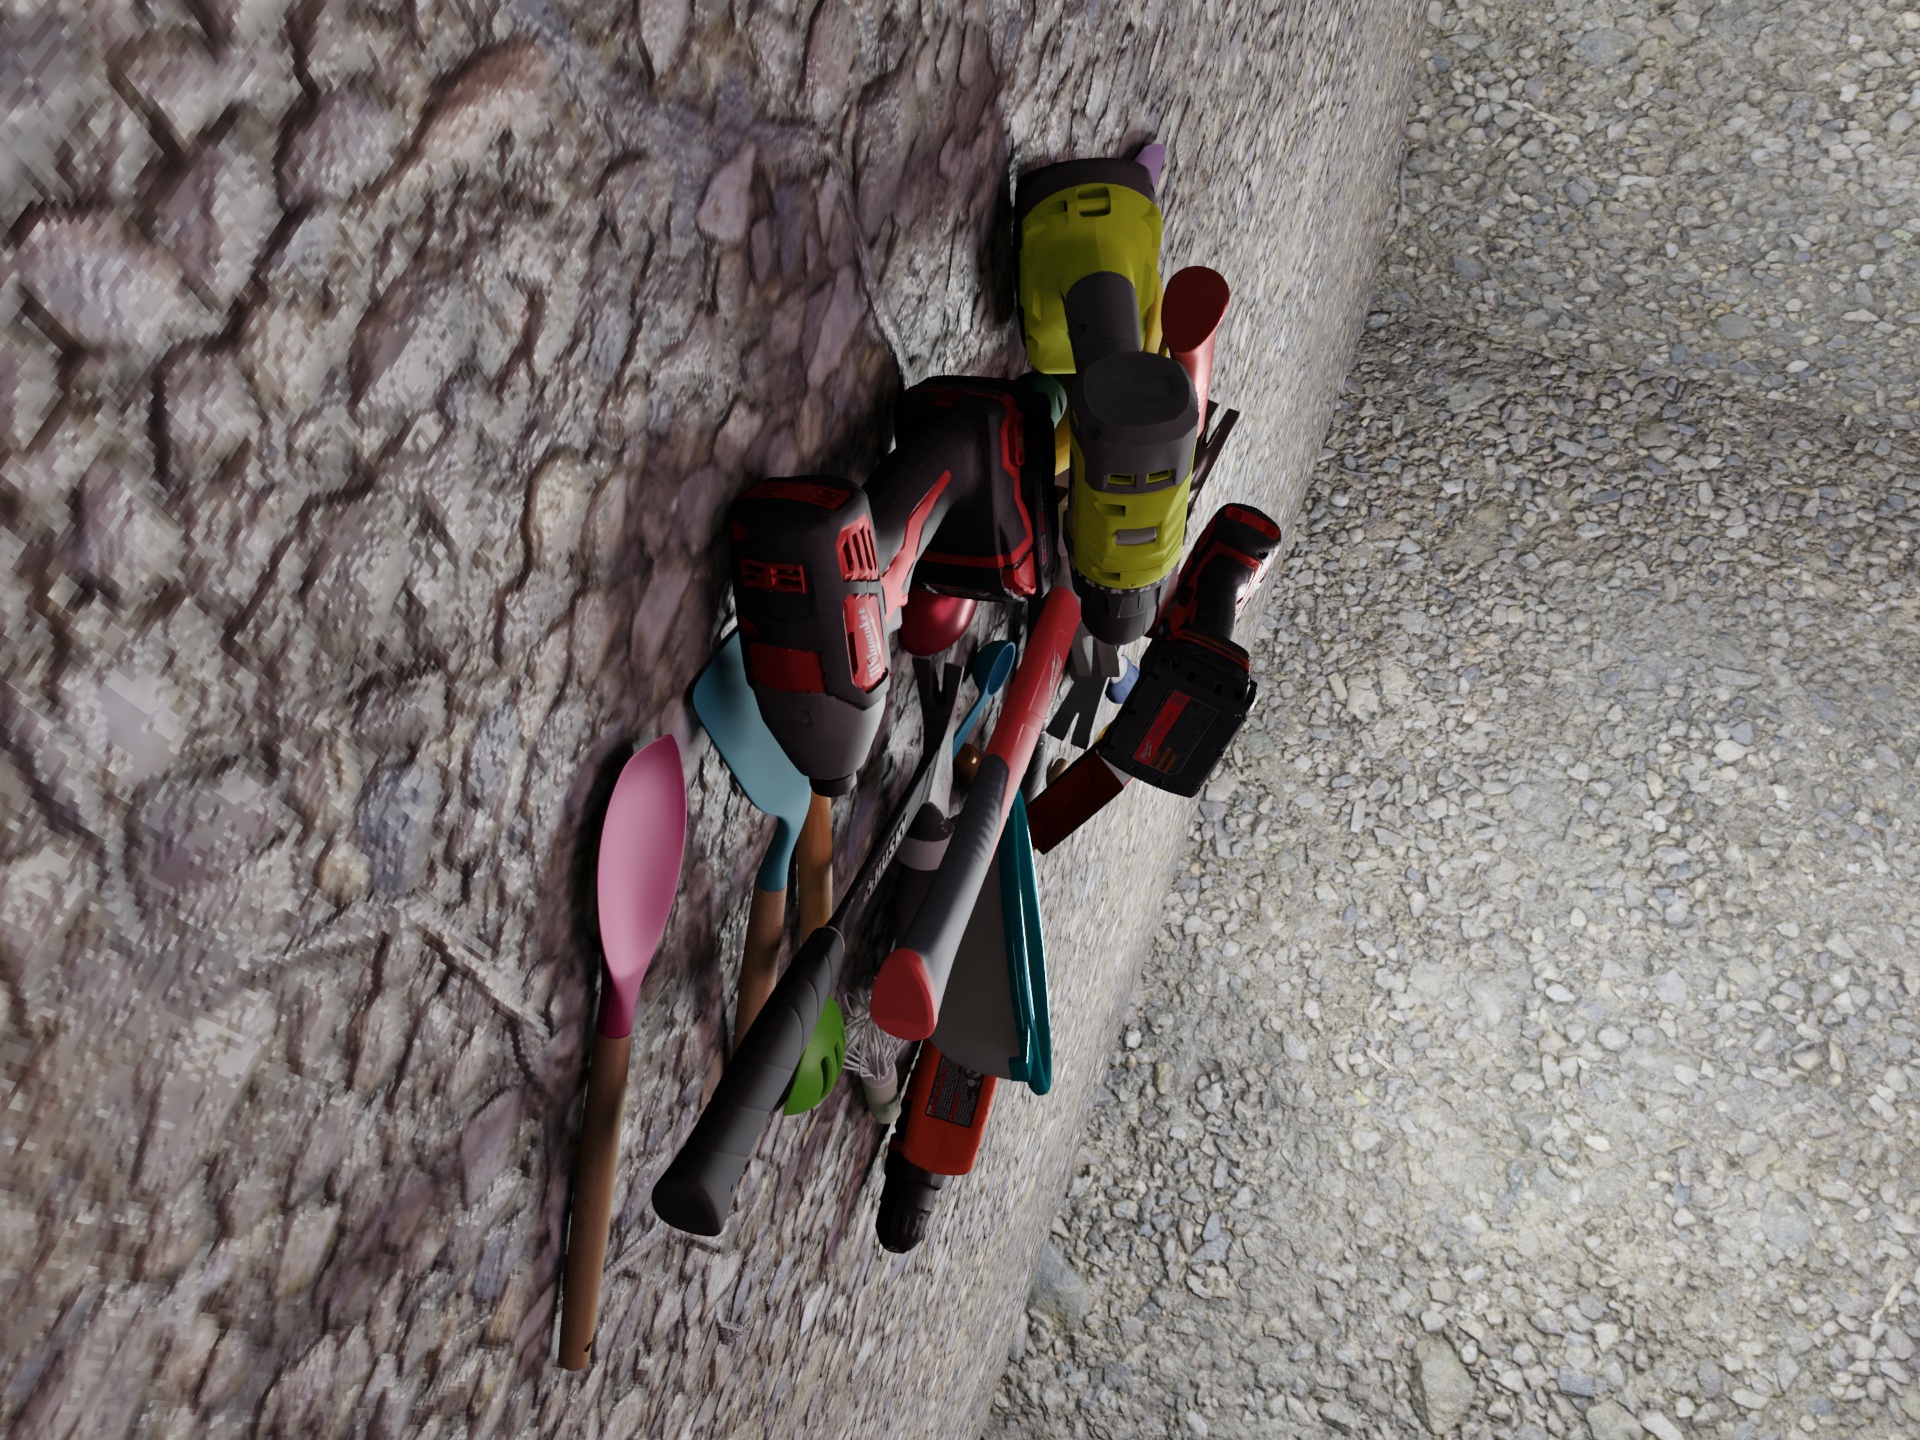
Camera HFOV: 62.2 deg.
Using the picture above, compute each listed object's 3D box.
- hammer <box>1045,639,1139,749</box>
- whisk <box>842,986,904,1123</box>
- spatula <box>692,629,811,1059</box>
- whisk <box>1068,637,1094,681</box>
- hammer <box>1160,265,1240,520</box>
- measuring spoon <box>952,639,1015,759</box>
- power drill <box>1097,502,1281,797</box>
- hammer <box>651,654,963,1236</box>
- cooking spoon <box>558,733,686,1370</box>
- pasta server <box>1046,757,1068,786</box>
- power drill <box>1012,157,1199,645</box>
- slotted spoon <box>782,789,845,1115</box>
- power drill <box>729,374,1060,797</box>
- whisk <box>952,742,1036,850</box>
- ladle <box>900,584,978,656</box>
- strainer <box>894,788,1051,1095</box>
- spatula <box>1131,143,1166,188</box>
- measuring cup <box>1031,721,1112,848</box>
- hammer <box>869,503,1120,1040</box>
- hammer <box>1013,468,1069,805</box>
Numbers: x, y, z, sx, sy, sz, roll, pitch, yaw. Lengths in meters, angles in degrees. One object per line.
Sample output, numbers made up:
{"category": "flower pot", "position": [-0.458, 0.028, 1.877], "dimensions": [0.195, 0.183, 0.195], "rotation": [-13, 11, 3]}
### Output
{"category": "hammer", "position": [0.131, -0.040, 1.373], "dimensions": [0.405, 0.035, 0.144], "rotation": [21, 93, -82]}
{"category": "whisk", "position": [-0.057, 0.239, 1.098], "dimensions": [0.059, 0.058, 0.246], "rotation": [-25, 155, -12]}
{"category": "spatula", "position": [-0.105, 0.092, 0.783], "dimensions": [0.082, 0.044, 0.317], "rotation": [-59, 165, -50]}
{"category": "whisk", "position": [0.114, -0.106, 1.353], "dimensions": [0.238, 0.055, 0.055], "rotation": [95, 18, -55]}
{"category": "hammer", "position": [0.156, -0.213, 1.066], "dimensions": [0.149, 0.037, 0.359], "rotation": [-64, 170, -8]}
{"category": "measuring spoon", "position": [-0.002, -0.003, 1.090], "dimensions": [0.129, 0.021, 0.042], "rotation": [-58, 162, -17]}
{"category": "power drill", "position": [0.172, -0.043, 1.218], "dimensions": [0.227, 0.080, 0.187], "rotation": [-66, -178, -49]}
{"category": "hammer", "position": [-0.061, 0.105, 0.810], "dimensions": [0.409, 0.036, 0.149], "rotation": [-61, 160, -60]}
{"category": "cooking spoon", "position": [-0.151, 0.153, 0.680], "dimensions": [0.069, 0.017, 0.318], "rotation": [-41, 145, -63]}
{"category": "pasta server", "position": [0.049, 0.130, 1.390], "dimensions": [0.316, 0.040, 0.060], "rotation": [-58, 156, -49]}
{"category": "power drill", "position": [0.079, -0.171, 0.864], "dimensions": [0.190, 0.080, 0.229], "rotation": [86, -1, -58]}
{"category": "slotted spoon", "position": [-0.082, 0.115, 0.890], "dimensions": [0.070, 0.031, 0.313], "rotation": [-62, 161, -48]}
{"category": "power drill", "position": [-0.029, -0.069, 0.740], "dimensions": [0.220, 0.078, 0.143], "rotation": [-49, 141, -52]}
{"category": "whisk", "position": [0.028, 0.065, 1.221], "dimensions": [0.244, 0.047, 0.051], "rotation": [63, 47, -66]}
{"category": "ladle", "position": [0.032, -0.133, 1.035], "dimensions": [0.315, 0.031, 0.069], "rotation": [-58, 157, -51]}
{"category": "strainer", "position": [0.012, 0.167, 1.146], "dimensions": [0.340, 0.095, 0.211], "rotation": [69, 16, -75]}
{"category": "spatula", "position": [0.095, -0.347, 1.037], "dimensions": [0.316, 0.018, 0.059], "rotation": [-45, 155, -63]}
{"category": "measuring cup", "position": [0.087, 0.051, 1.385], "dimensions": [0.156, 0.029, 0.062], "rotation": [-54, -167, -27]}
{"category": "hammer", "position": [0.029, 0.038, 0.965], "dimensions": [0.387, 0.038, 0.143], "rotation": [-67, 150, -42]}
{"category": "hammer", "position": [0.062, -0.051, 1.229], "dimensions": [0.334, 0.035, 0.146], "rotation": [91, 22, -49]}
